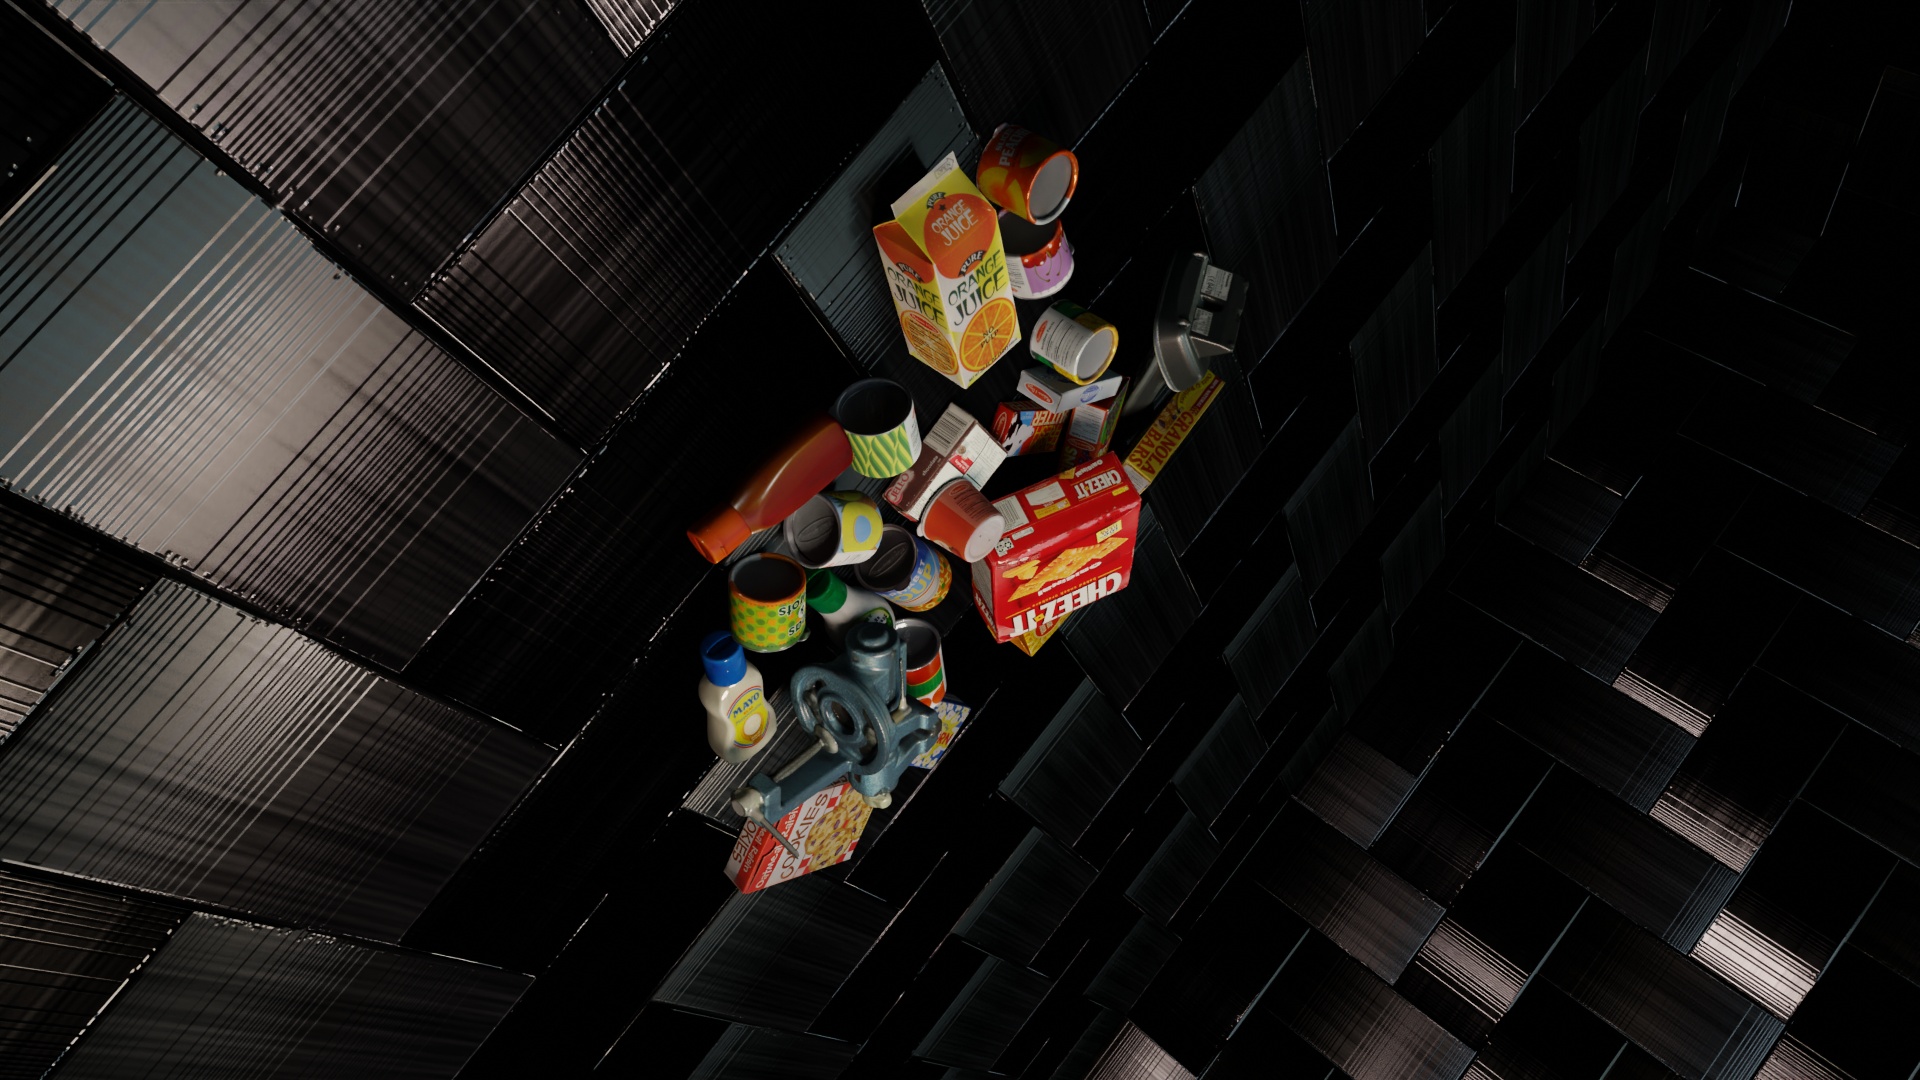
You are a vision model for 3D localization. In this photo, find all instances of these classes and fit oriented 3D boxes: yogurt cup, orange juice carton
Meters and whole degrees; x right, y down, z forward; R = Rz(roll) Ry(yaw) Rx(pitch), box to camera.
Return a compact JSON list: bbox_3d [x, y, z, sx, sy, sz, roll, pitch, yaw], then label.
[{"bbox_3d":[0.005,-0.016,1.299,0.073,0.054,0.072,-37,149,-27],"label":"yogurt cup"},{"bbox_3d":[-0.012,-0.220,1.124,0.072,0.073,0.191,-44,148,-18],"label":"orange juice carton"}]

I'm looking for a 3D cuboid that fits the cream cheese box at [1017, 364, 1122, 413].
[{"bbox_3d":[0.109,-0.158,1.386,0.104,0.053,0.024,-21,138,-45],"label":"cream cheese box"}]

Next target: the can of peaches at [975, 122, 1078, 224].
[{"bbox_3d":[0.056,-0.305,1.152,0.071,0.058,0.070,-36,146,-29],"label":"can of peaches"}]

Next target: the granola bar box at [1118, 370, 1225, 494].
[{"bbox_3d":[0.211,-0.106,1.528,0.166,0.039,0.123,-51,179,-28],"label":"granola bar box"}]

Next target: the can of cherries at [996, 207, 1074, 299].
[{"bbox_3d":[0.062,-0.254,1.205,0.071,0.071,0.058,-48,149,-12],"label":"can of cherries"}]

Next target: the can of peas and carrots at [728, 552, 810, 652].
[{"bbox_3d":[-0.163,0.053,1.186,0.071,0.071,0.058,-31,142,-36],"label":"can of peas and carrots"}]

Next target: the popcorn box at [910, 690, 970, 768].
[{"bbox_3d":[-0.049,0.205,1.540,0.085,0.038,0.126,-56,151,5],"label":"popcorn box"}]

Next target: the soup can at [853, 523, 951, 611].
[{"bbox_3d":[-0.053,0.029,1.322,0.071,0.071,0.083,-55,151,0],"label":"soup can"}]

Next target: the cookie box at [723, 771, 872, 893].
[{"bbox_3d":[-0.160,0.297,1.470,0.168,0.040,0.122,-3,123,-55],"label":"cookie box"}]

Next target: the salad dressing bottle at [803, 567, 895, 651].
[{"bbox_3d":[-0.108,0.065,1.304,0.064,0.044,0.147,-46,150,-3],"label":"salad dressing bottle"}]

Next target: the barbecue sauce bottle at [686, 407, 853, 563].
[{"bbox_3d":[-0.155,-0.041,1.129,0.149,0.044,0.064,-43,148,-20],"label":"barbecue sauce bottle"}]

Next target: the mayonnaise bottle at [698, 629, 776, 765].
[{"bbox_3d":[-0.203,0.138,1.243,0.065,0.041,0.147,-40,148,-28],"label":"mayonnaise bottle"}]

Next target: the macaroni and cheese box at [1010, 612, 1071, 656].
[{"bbox_3d":[0.114,0.040,1.609,0.167,0.040,0.123,-46,150,-15],"label":"macaroni and cheese box"}]

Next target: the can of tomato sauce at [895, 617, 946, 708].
[{"bbox_3d":[-0.052,0.130,1.433,0.071,0.071,0.082,-40,148,-24],"label":"can of tomato sauce"}]

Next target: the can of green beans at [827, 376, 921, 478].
[{"bbox_3d":[-0.069,-0.095,1.176,0.071,0.071,0.057,-42,149,-22],"label":"can of green beans"}]

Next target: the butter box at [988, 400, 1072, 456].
[{"bbox_3d":[0.068,-0.114,1.400,0.104,0.024,0.053,-11,129,-51],"label":"butter box"}]

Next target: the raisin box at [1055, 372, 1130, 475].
[{"bbox_3d":[0.137,-0.109,1.464,0.086,0.040,0.122,-55,162,-54],"label":"raisin box"}]

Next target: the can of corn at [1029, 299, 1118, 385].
[{"bbox_3d":[0.112,-0.192,1.349,0.071,0.058,0.070,-36,146,-30],"label":"can of corn"}]

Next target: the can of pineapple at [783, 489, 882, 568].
[{"bbox_3d":[-0.110,-0.013,1.202,0.058,0.071,0.070,-6,125,-54],"label":"can of pineapple"}]
